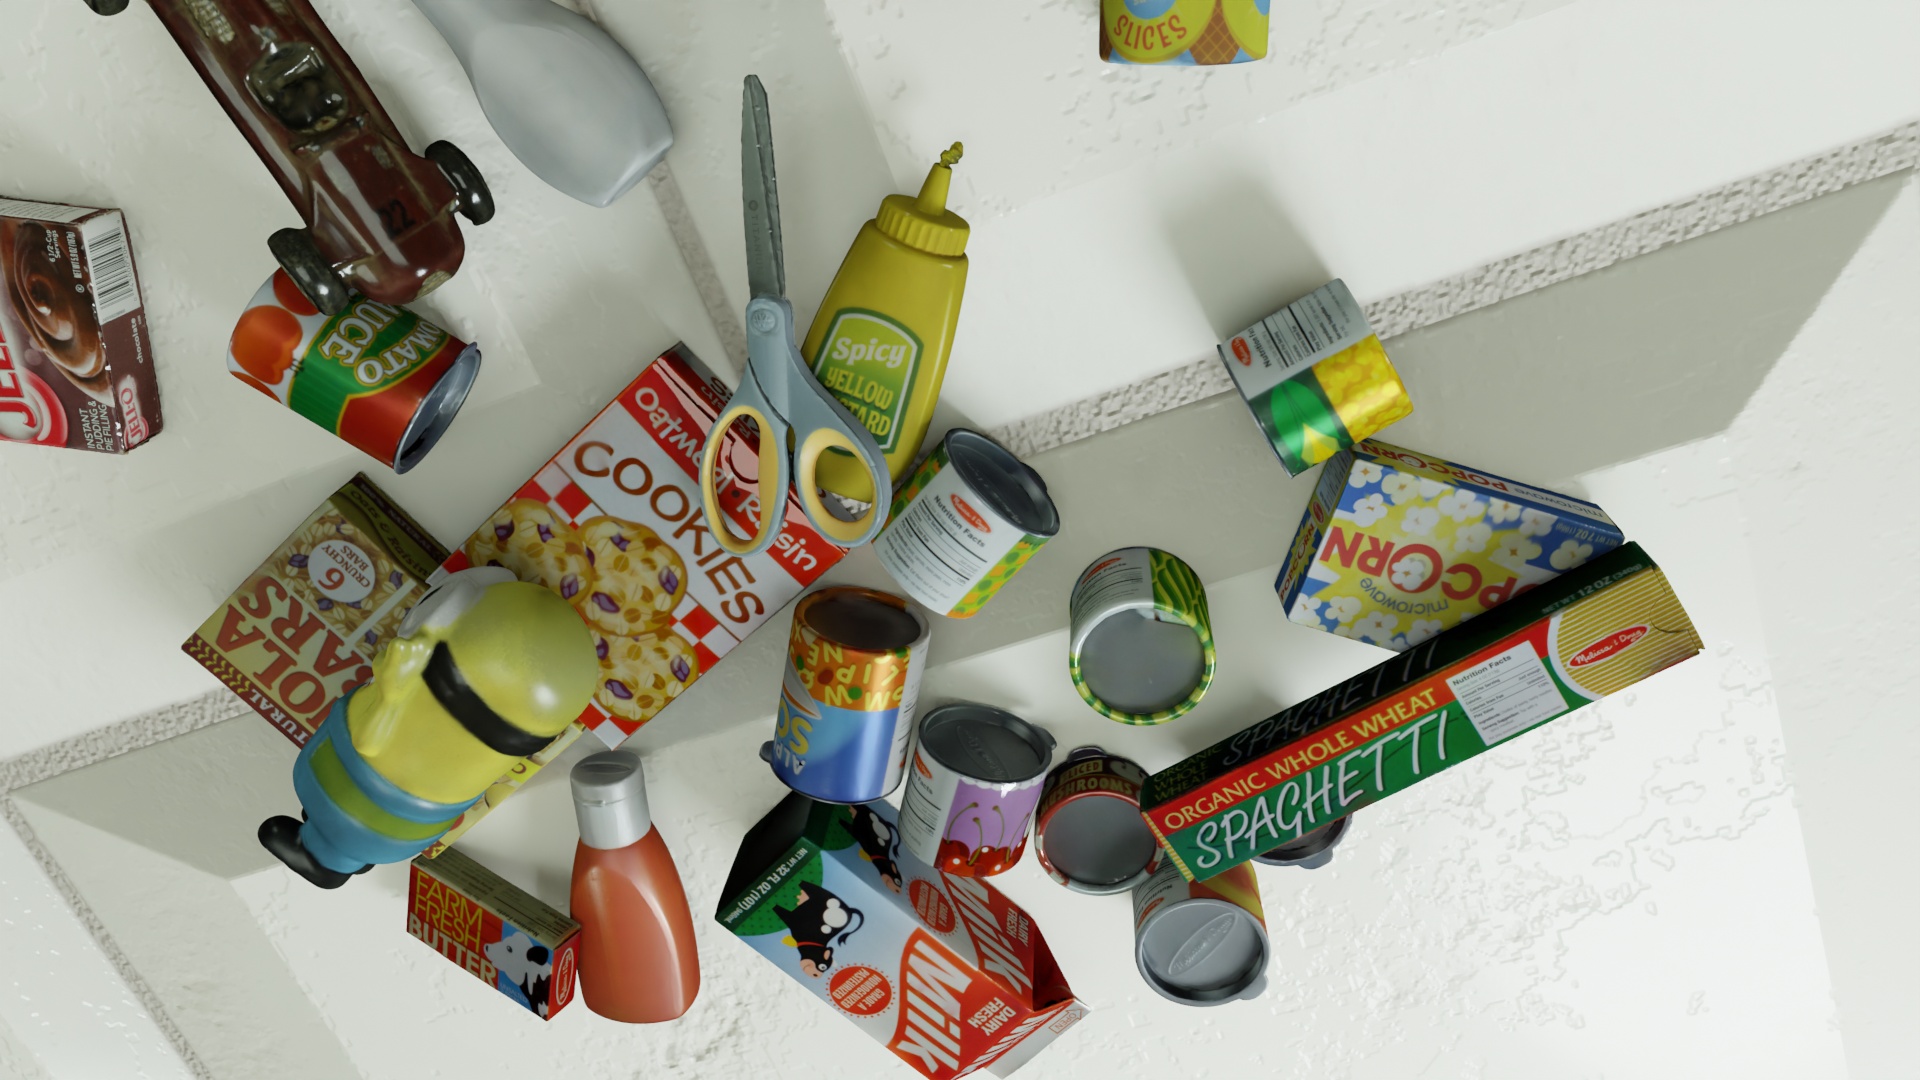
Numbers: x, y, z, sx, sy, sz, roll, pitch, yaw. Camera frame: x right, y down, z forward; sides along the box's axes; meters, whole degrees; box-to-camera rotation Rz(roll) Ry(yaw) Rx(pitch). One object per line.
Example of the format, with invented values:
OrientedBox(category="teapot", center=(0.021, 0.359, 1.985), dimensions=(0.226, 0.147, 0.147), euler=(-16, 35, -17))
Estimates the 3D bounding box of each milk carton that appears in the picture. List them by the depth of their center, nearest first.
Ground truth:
OrientedBox(category="milk carton", center=(-0.024, 0.207, 0.715), dimensions=(0.190, 0.074, 0.072), euler=(41, 110, -12))

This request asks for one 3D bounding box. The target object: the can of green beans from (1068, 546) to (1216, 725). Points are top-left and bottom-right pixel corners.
OrientedBox(category="can of green beans", center=(0.084, 0.044, 0.645), dimensions=(0.071, 0.058, 0.071), euler=(2, 113, 4))

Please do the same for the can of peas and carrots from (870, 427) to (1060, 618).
OrientedBox(category="can of peas and carrots", center=(0.002, -0.008, 0.627), dimensions=(0.071, 0.071, 0.058), euler=(39, 114, -11))

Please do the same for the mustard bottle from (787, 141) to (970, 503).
OrientedBox(category="mustard bottle", center=(-0.031, -0.096, 0.600), dimensions=(0.065, 0.049, 0.159), euler=(21, 113, 0))

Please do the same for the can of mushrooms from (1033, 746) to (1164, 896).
OrientedBox(category="can of mushrooms", center=(0.069, 0.142, 0.701), dimensions=(0.071, 0.033, 0.070), euler=(2, 114, 5))

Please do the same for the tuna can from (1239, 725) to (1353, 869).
OrientedBox(category="tuna can", center=(0.160, 0.126, 0.687), dimensions=(0.071, 0.033, 0.070), euler=(2, 113, 4))

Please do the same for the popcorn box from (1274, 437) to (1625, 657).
OrientedBox(category="popcorn box", center=(0.219, 0.010, 0.629), dimensions=(0.127, 0.038, 0.084), euler=(16, 115, -2))

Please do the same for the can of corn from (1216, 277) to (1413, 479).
OrientedBox(category="can of corn", center=(0.151, -0.067, 0.589), dimensions=(0.058, 0.071, 0.071), euler=(-29, 107, 16))

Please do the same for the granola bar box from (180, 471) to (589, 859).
OrientedBox(category="granola bar box", center=(-0.283, 0.067, 0.697), dimensions=(0.124, 0.039, 0.165), euler=(-39, 104, 19))

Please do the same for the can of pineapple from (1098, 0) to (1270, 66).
OrientedBox(category="can of pineapple", center=(0.085, -0.214, 0.530), dimensions=(0.071, 0.071, 0.057), euler=(0, 113, 5))

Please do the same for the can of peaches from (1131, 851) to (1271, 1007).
OrientedBox(category="can of peaches", center=(0.122, 0.192, 0.704), dimensions=(0.071, 0.058, 0.071), euler=(1, 113, 4))

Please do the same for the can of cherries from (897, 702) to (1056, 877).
OrientedBox(category="can of cherries", center=(0.009, 0.122, 0.681), dimensions=(0.071, 0.072, 0.058), euler=(13, 114, -1))

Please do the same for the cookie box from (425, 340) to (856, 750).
OrientedBox(category="cookie box", center=(-0.150, 0.006, 0.659), dimensions=(0.167, 0.040, 0.123), euler=(-39, 104, 19))

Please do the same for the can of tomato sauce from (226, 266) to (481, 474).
OrientedBox(category="can of tomato sauce", center=(-0.268, -0.080, 0.618), dimensions=(0.083, 0.071, 0.071), euler=(32, 112, -8))

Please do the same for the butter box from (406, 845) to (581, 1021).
OrientedBox(category="butter box", center=(-0.250, 0.207, 0.741), dimensions=(0.103, 0.024, 0.053), euler=(23, 117, 20))

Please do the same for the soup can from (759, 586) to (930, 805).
OrientedBox(category="soup can", center=(-0.056, 0.073, 0.664), dimensions=(0.071, 0.071, 0.083), euler=(11, 113, 0))

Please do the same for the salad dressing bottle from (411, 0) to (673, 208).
OrientedBox(category="salad dressing bottle", center=(-0.186, -0.206, 0.572), dimensions=(0.064, 0.044, 0.147), euler=(-39, 104, 20))

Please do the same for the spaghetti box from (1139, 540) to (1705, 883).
OrientedBox(category="spaghetti box", center=(0.198, 0.081, 0.625), dimensions=(0.249, 0.029, 0.050), euler=(-30, 109, 18))

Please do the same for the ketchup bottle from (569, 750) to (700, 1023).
OrientedBox(category="ketchup bottle", center=(-0.177, 0.184, 0.734), dimensions=(0.065, 0.044, 0.148), euler=(2, 113, 11))
